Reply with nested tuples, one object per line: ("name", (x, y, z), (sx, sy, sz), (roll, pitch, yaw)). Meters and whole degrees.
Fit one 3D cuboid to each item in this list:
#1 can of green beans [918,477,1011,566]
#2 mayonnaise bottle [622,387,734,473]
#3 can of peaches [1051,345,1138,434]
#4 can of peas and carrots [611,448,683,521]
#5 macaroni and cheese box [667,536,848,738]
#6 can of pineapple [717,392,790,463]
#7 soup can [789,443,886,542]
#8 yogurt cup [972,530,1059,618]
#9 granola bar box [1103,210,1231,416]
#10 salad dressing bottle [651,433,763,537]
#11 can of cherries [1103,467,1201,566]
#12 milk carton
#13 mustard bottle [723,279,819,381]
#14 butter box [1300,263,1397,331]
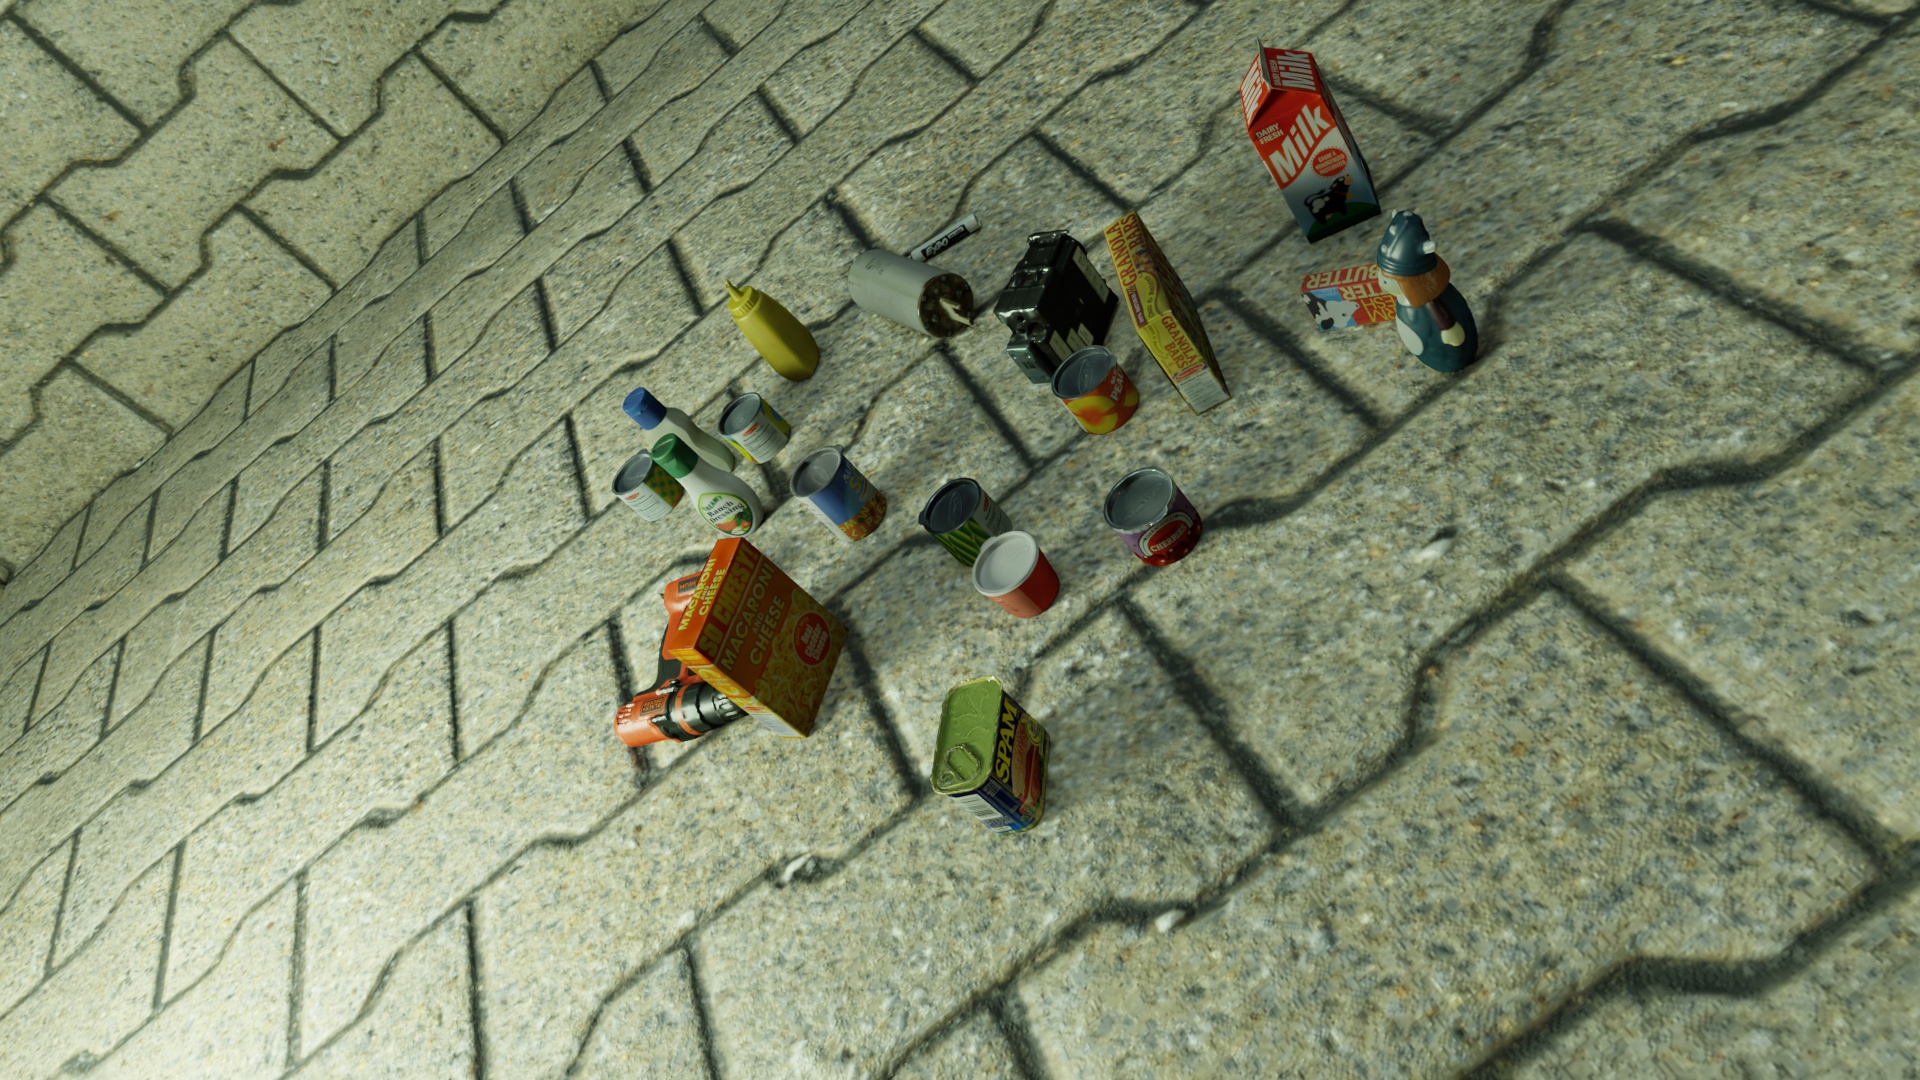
("can of green beans", (0.007, -0.017, 1.324), (0.071, 0.057, 0.071), (-23, 43, 24))
("mayonnaise bottle", (-0.336, -0.123, 1.643), (0.064, 0.147, 0.041), (-27, 42, 20))
("can of peaches", (0.132, -0.144, 1.332), (0.071, 0.058, 0.071), (-23, 43, 24))
("can of peas and carrots", (-0.383, -0.068, 1.706), (0.071, 0.058, 0.071), (-23, 43, 24))
("macaroni and cheese box", (-0.187, 0.093, 1.304), (0.040, 0.166, 0.124), (-7, 51, 37))
("can of pineapple", (-0.245, -0.134, 1.647), (0.071, 0.057, 0.071), (-23, 43, 24))
("soup can", (-0.124, -0.049, 1.446), (0.071, 0.083, 0.072), (-23, 43, 24))
("yogurt cup", (0.052, 0.034, 1.242), (0.072, 0.054, 0.073), (-23, 43, 24))
("granola bar box", (0.190, -0.212, 1.290), (0.039, 0.124, 0.166), (-28, 41, 19))
("salad dressing bottle", (-0.281, -0.061, 1.540), (0.064, 0.147, 0.044), (-27, 42, 20))
("can of cherries", (0.166, -0.018, 1.188), (0.071, 0.058, 0.072), (-23, 43, 24))
("milk carton", (0.314, -0.372, 1.277), (0.073, 0.190, 0.073), (-22, 44, 26))
("mustard bottle", (-0.234, -0.261, 1.672), (0.048, 0.160, 0.065), (-19, 45, 28))
("butter box", (0.354, -0.214, 1.207), (0.103, 0.053, 0.024), (-4, 53, 39))
